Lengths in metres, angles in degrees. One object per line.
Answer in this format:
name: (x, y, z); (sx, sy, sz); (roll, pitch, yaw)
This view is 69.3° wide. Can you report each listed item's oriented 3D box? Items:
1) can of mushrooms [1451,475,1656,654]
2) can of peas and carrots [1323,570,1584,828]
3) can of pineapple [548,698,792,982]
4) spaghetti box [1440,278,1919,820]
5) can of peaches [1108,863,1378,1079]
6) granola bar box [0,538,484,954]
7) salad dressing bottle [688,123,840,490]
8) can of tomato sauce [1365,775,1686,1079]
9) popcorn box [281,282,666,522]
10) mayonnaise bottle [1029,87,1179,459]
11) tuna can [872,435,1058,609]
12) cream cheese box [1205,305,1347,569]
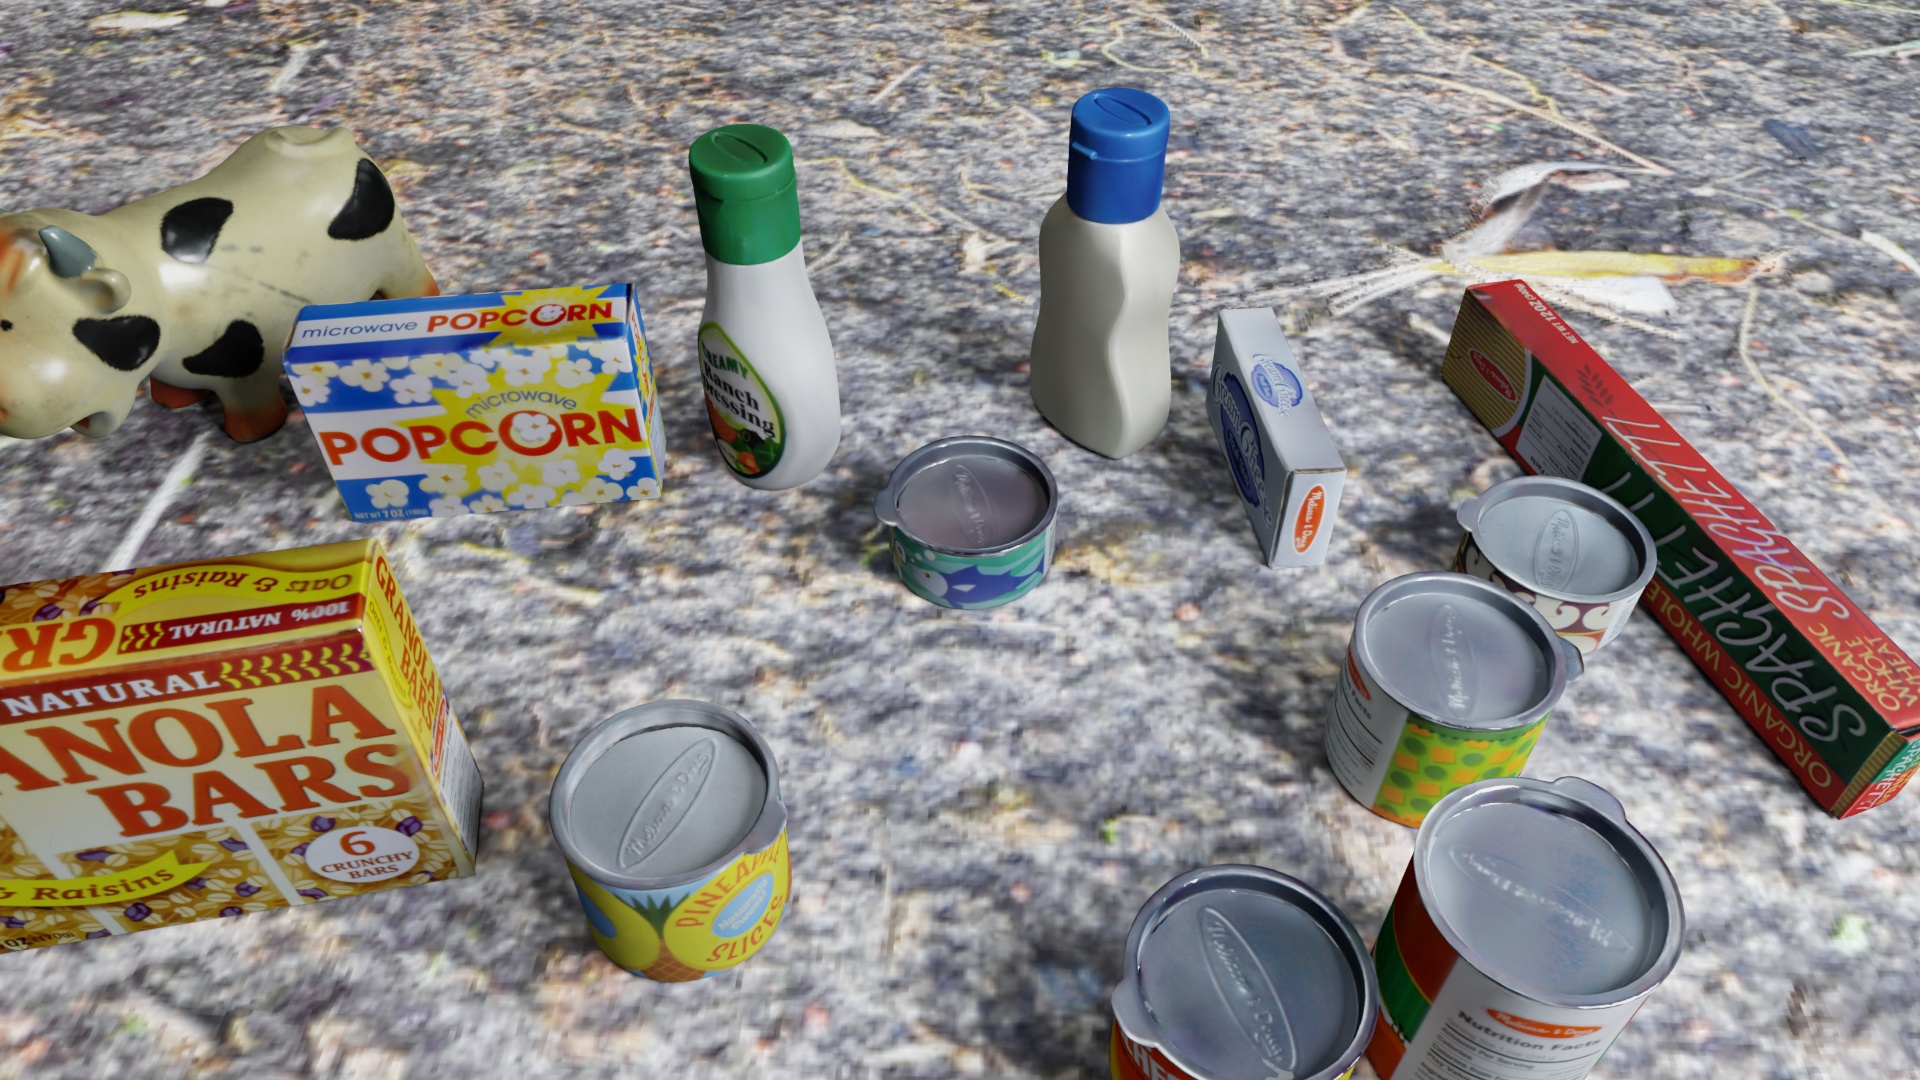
can of mushrooms: (0.219, 0.008, 0.523); (0.071, 0.033, 0.071); (0, 45, 0)
can of peas and carrots: (0.161, 0.053, 0.461); (0.071, 0.058, 0.071); (0, 46, 0)
can of pineapple: (-0.085, 0.093, 0.423); (0.071, 0.057, 0.071); (0, 46, 0)
spaghetti box: (0.265, -0.010, 0.529); (0.029, 0.049, 0.251); (-13, 47, -12)
can of peaches: (0.073, 0.133, 0.383); (0.071, 0.057, 0.071); (0, 46, 0)
granola bar box: (-0.238, 0.065, 0.403); (0.166, 0.123, 0.039); (-8, 46, -8)
salad dressing bottle: (-0.077, -0.086, 0.536); (0.044, 0.146, 0.064); (-35, 55, -29)
can of tomato sauce: (0.150, 0.115, 0.384); (0.071, 0.082, 0.071); (0, 46, 0)
popcorn box: (-0.186, -0.053, 0.547); (0.127, 0.084, 0.038); (-5, 46, -5)
mayonnaise bottle: (0.059, -0.104, 0.554); (0.041, 0.147, 0.065); (-31, 53, -27)
tuna can: (0.002, -0.007, 0.538); (0.071, 0.032, 0.071); (0, 45, 0)
cream cheese box: (0.124, -0.043, 0.560); (0.024, 0.053, 0.104); (-5, 46, -5)
